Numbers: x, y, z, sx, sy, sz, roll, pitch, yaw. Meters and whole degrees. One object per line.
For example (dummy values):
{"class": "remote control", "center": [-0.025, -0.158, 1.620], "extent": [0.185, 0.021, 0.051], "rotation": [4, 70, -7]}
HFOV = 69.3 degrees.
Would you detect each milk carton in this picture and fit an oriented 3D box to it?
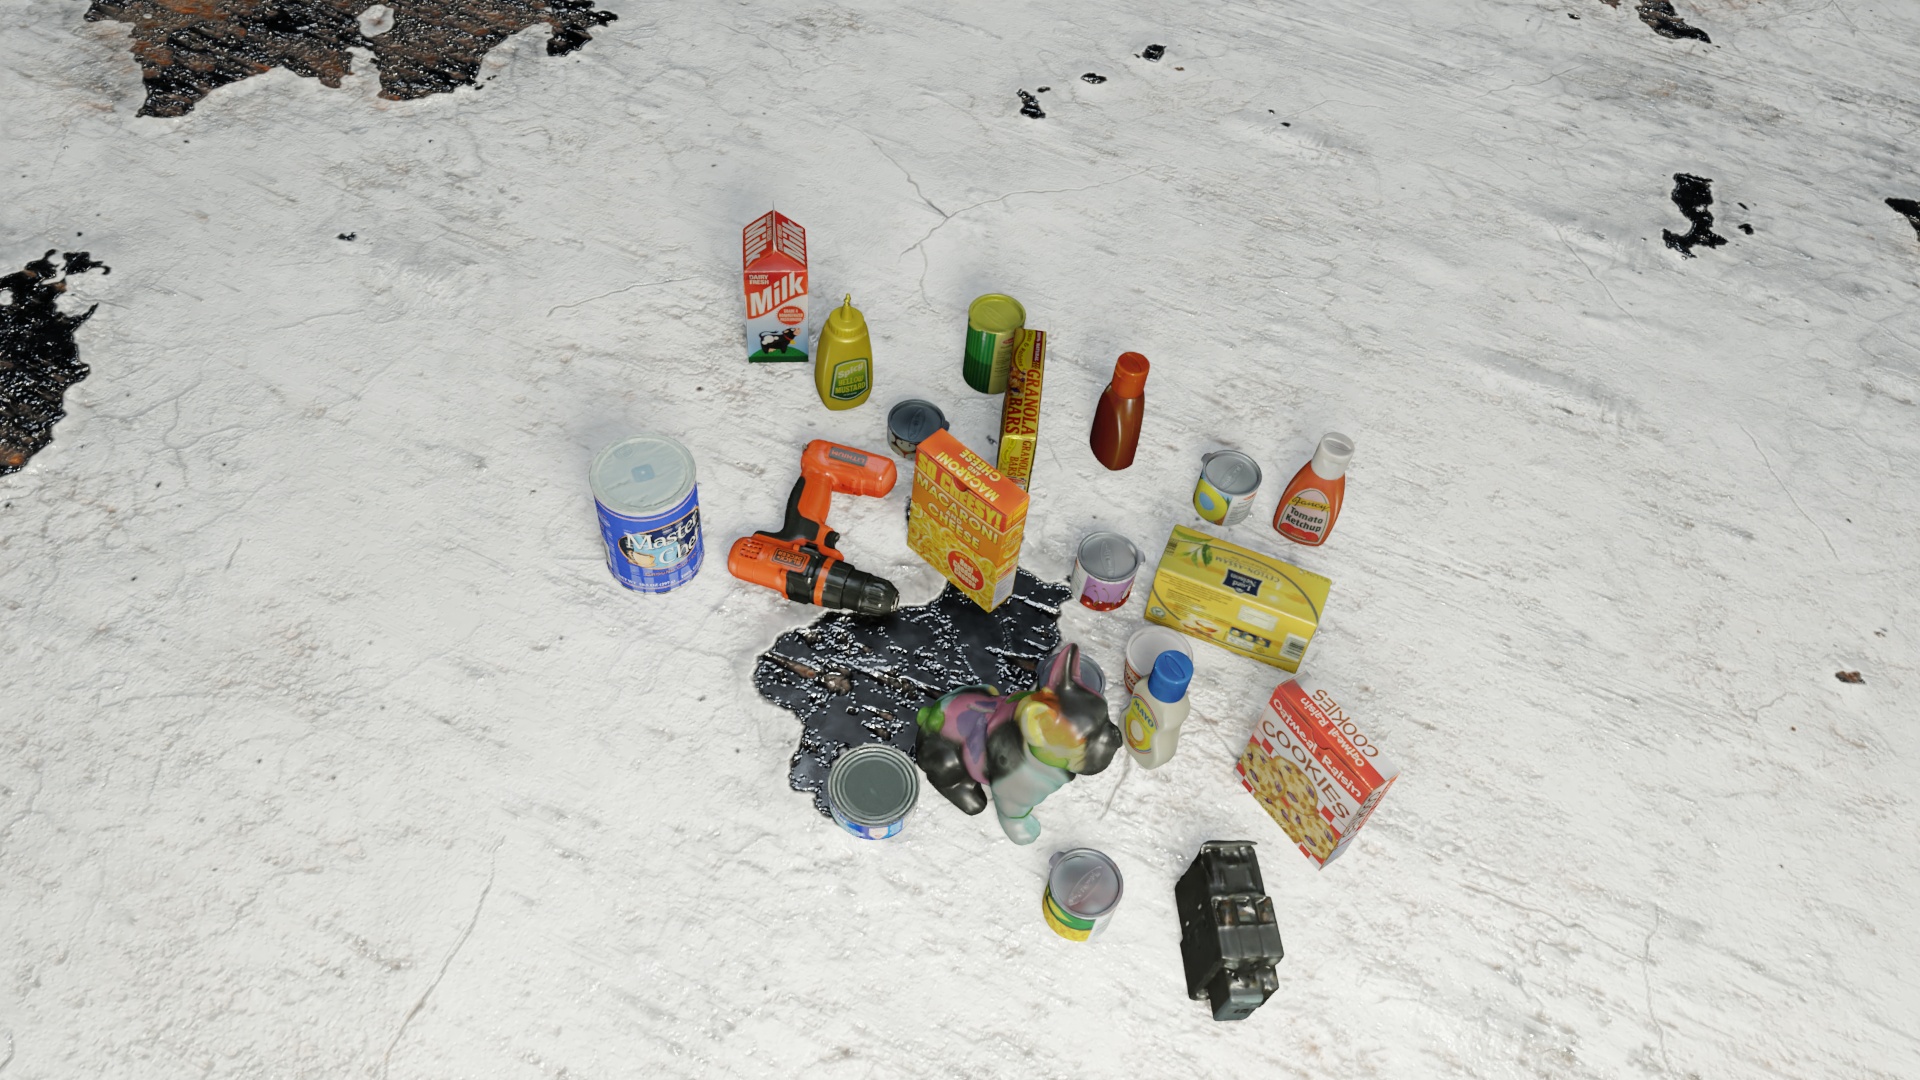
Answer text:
{"class": "milk carton", "center": [-0.211, -0.293, 1.591], "extent": [0.073, 0.189, 0.073], "rotation": [-2, 53, -7]}

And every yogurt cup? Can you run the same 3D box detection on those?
{"class": "yogurt cup", "center": [0.196, 0.127, 1.398], "extent": [0.072, 0.053, 0.073], "rotation": [3, 53, -4]}

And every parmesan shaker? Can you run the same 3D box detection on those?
{"class": "parmesan shaker", "center": [0.036, -0.228, 1.622], "extent": [0.071, 0.102, 0.071], "rotation": [3, 53, -4]}

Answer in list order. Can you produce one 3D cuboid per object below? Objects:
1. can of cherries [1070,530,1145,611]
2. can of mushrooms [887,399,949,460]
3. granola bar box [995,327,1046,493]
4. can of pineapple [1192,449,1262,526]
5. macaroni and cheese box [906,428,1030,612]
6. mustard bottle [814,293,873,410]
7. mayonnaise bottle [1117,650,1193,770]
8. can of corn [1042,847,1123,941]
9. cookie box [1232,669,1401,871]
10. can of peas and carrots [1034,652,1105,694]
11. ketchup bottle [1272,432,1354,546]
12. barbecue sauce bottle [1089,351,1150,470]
{"class": "can of cherries", "center": [0.155, 0.033, 1.462], "extent": [0.071, 0.058, 0.072], "rotation": [3, 53, -4]}
{"class": "can of mushrooms", "center": [-0.048, -0.125, 1.578], "extent": [0.071, 0.033, 0.071], "rotation": [3, 53, -4]}
{"class": "granola bar box", "center": [0.066, -0.134, 1.540], "extent": [0.039, 0.123, 0.166], "rotation": [7, 52, 0]}
{"class": "can of pineapple", "center": [0.296, -0.059, 1.548], "extent": [0.071, 0.057, 0.071], "rotation": [3, 53, -4]}
{"class": "macaroni and cheese box", "center": [0.005, -0.018, 1.418], "extent": [0.124, 0.165, 0.040], "rotation": [39, 59, 21]}
{"class": "mustard bottle", "center": [-0.130, -0.214, 1.558], "extent": [0.065, 0.159, 0.049], "rotation": [-16, 56, -17]}
{"class": "mayonnaise bottle", "center": [0.187, 0.157, 1.315], "extent": [0.041, 0.147, 0.065], "rotation": [-23, 58, -21]}
{"class": "can of corn", "center": [0.106, 0.316, 1.241], "extent": [0.071, 0.058, 0.071], "rotation": [3, 53, -4]}
{"class": "cookie box", "center": [0.322, 0.213, 1.274], "extent": [0.040, 0.166, 0.123], "rotation": [-27, 60, -23]}
{"class": "can of peas and carrots", "center": [0.103, 0.151, 1.366], "extent": [0.071, 0.058, 0.071], "rotation": [3, 53, -4]}
{"class": "ketchup bottle", "center": [0.386, -0.056, 1.498], "extent": [0.065, 0.148, 0.044], "rotation": [22, 54, 11]}
{"class": "barbecue sauce bottle", "center": [0.179, -0.146, 1.546], "extent": [0.044, 0.147, 0.065], "rotation": [-17, 56, -18]}
